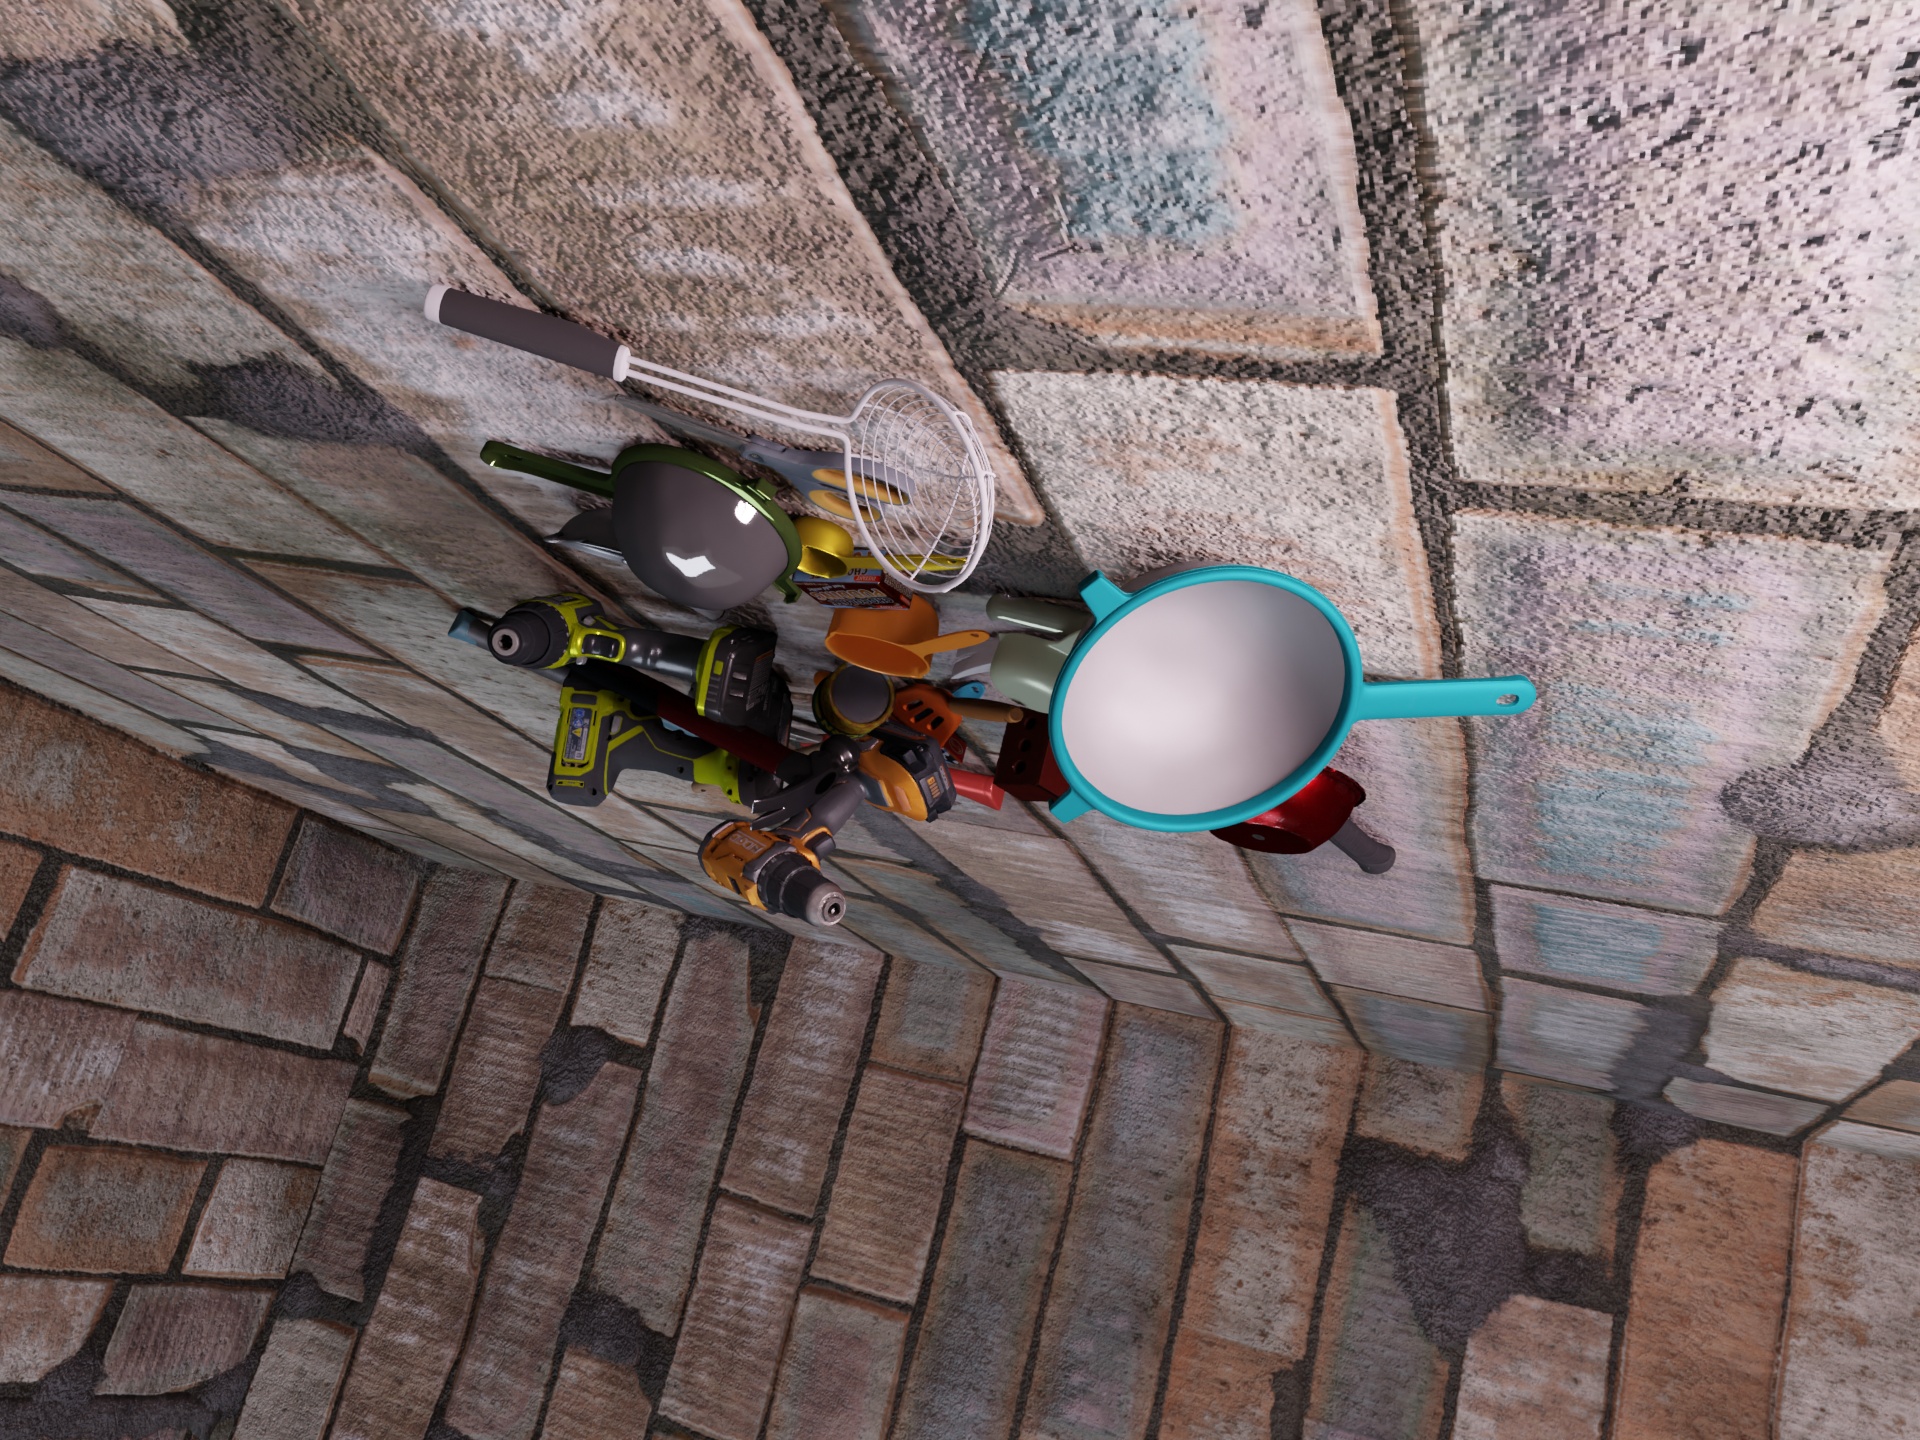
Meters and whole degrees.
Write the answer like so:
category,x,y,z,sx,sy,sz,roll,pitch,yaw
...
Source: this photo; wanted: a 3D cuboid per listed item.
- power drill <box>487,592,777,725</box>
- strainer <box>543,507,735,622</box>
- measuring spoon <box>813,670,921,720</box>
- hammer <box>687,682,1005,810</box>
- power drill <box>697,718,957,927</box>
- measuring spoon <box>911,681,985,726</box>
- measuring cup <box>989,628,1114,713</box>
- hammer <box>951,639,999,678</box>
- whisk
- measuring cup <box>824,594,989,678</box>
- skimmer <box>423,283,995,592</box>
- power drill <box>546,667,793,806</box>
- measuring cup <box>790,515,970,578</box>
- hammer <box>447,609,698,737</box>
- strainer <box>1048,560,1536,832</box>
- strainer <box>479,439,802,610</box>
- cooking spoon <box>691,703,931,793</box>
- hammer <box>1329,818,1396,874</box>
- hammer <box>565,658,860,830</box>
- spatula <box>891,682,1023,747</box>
category,x,y,z,sx,sy,sz,roll,pitch,yaw
power drill,-0.289,-0.060,1.398,0.228,0.080,0.190,13,-171,2
strainer,-0.254,-0.125,1.306,0.087,0.050,0.258,14,171,25
measuring spoon,-0.089,-0.018,1.538,0.117,0.011,0.021,24,131,-11
hammer,-0.125,0.034,1.735,0.359,0.037,0.149,16,164,-5
power drill,-0.109,0.098,1.468,0.185,0.226,0.084,21,139,48
measuring spoon,-0.006,-0.019,1.493,0.042,0.021,0.128,39,149,-12
measuring cup,0.072,-0.039,1.180,0.083,0.038,0.167,27,166,-12
hammer,0.136,0.015,1.439,0.144,0.035,0.405,4,161,31
whisk,0.135,-0.057,1.183,0.246,0.059,0.058,15,-168,14
measuring cup,-0.033,-0.078,1.248,0.095,0.052,0.174,27,158,-37
skimmer,-0.151,-0.179,0.938,0.363,0.090,0.127,18,132,-2
power drill,-0.284,0.003,1.564,0.223,0.171,0.080,5,163,4
measuring cup,-0.062,-0.127,1.154,0.156,0.029,0.062,4,161,25
hammer,-0.375,-0.034,1.656,0.331,0.033,0.128,25,162,-7
strainer,0.219,-0.034,1.091,0.340,0.095,0.210,-2,125,-10
strainer,-0.242,-0.141,1.145,0.256,0.069,0.151,18,156,11
cooking spoon,-0.150,0.033,1.629,0.319,0.017,0.068,-16,146,28
hammer,0.330,0.084,1.504,0.146,0.035,0.334,1,160,37
hammer,-0.289,-0.014,1.478,0.386,0.143,0.038,25,124,23
spatula,-0.002,-0.004,1.387,0.081,0.041,0.323,39,173,-13
